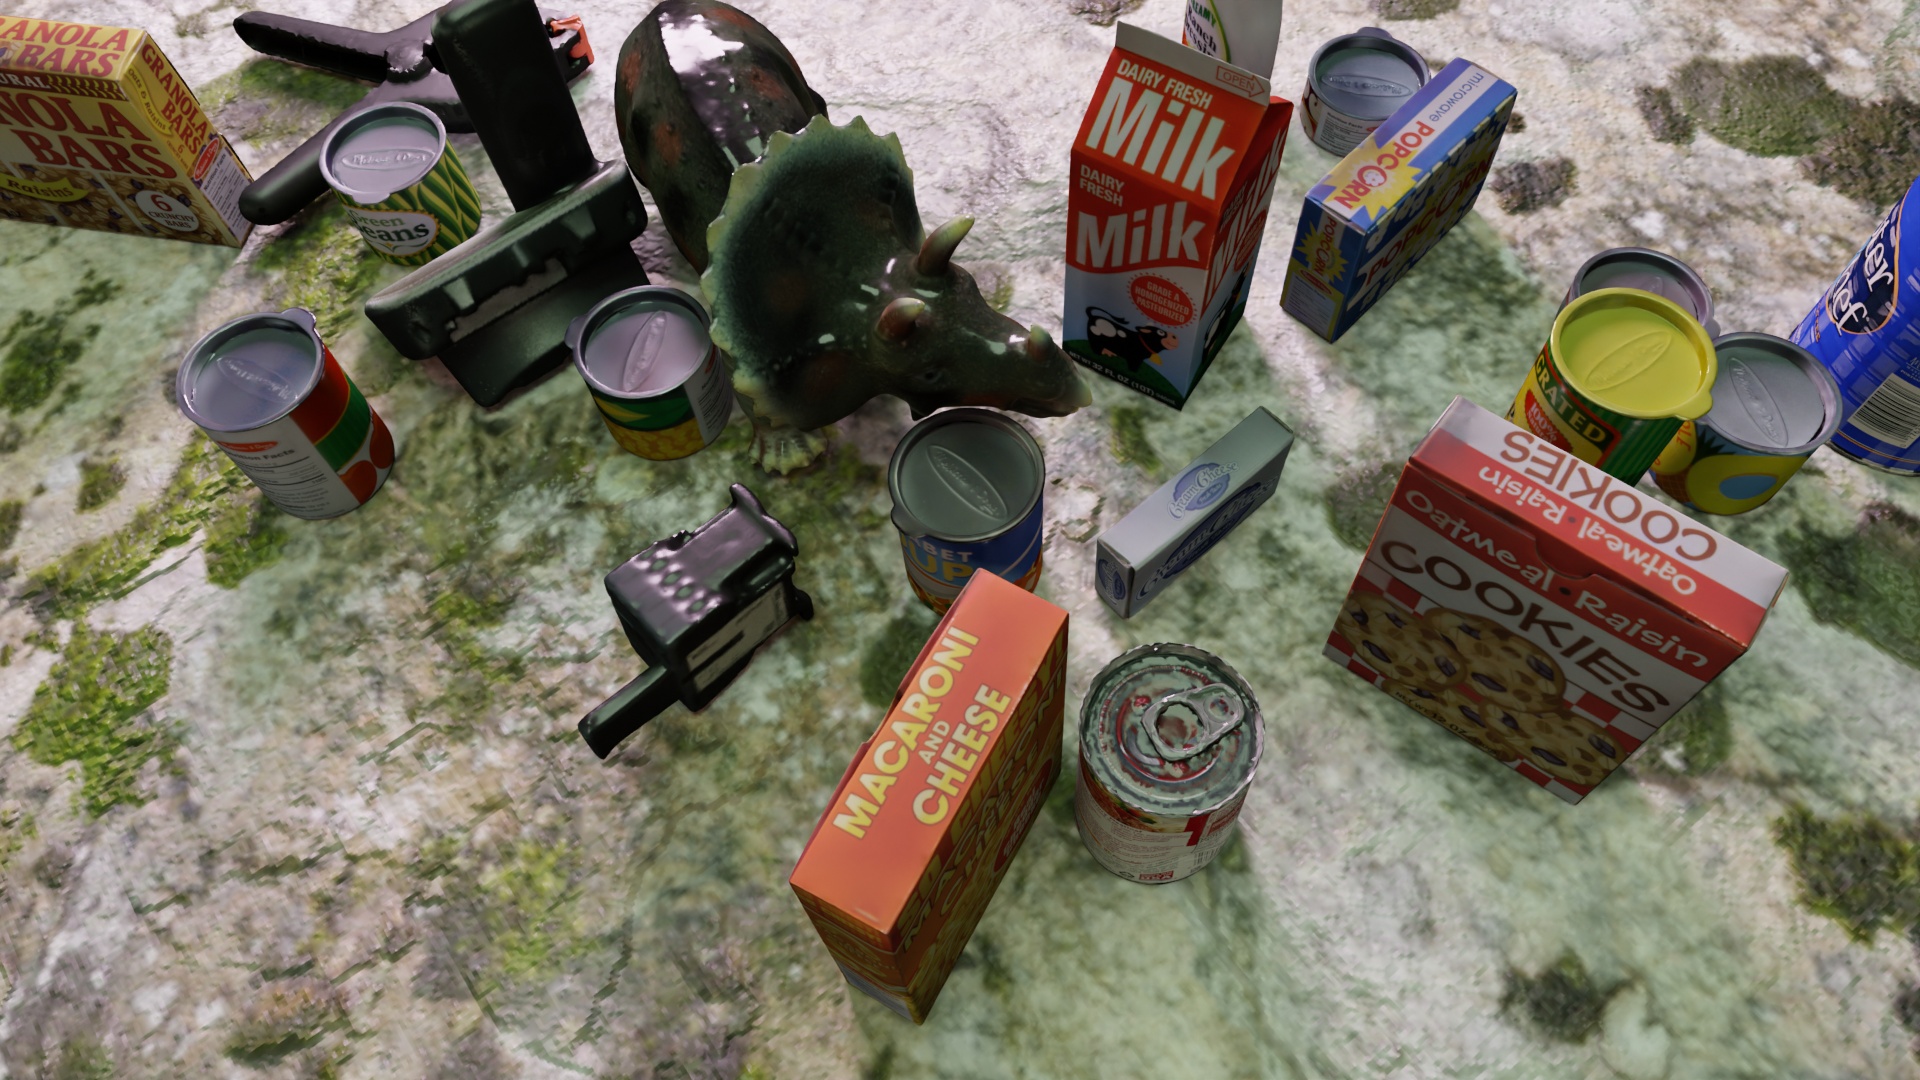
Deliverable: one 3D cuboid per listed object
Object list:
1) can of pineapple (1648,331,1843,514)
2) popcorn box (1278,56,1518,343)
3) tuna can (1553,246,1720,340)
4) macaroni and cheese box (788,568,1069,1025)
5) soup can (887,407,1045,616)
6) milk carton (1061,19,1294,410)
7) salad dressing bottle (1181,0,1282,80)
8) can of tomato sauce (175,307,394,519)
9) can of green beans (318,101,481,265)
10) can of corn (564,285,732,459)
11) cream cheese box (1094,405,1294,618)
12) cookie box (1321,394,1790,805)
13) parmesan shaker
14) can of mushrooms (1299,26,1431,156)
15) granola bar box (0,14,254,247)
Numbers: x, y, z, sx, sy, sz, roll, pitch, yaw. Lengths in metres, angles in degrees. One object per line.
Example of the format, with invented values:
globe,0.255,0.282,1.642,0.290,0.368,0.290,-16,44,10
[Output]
can of pineapple,0.356,-0.053,0.641,0.071,0.057,0.071,-1,61,2
popcorn box,0.218,-0.170,0.696,0.038,0.085,0.127,40,70,21
tuna can,0.334,-0.108,0.687,0.071,0.032,0.071,-1,61,2
macaroni and cheese box,-0.006,0.101,0.512,0.040,0.165,0.124,25,66,15
soup can,0.002,-0.008,0.618,0.071,0.083,0.071,-1,62,2
milk carton,0.096,-0.150,0.631,0.072,0.189,0.074,28,67,17
salad dressing bottle,0.146,-0.294,0.732,0.044,0.147,0.064,-19,62,-7
can of tomato sauce,-0.318,-0.059,0.662,0.071,0.082,0.071,-1,62,2
can of green beans,-0.300,-0.191,0.748,0.071,0.057,0.071,-1,61,2
can of corn,-0.151,-0.082,0.681,0.071,0.058,0.071,-1,61,2
cream cheese box,0.106,-0.012,0.633,0.104,0.053,0.024,-38,66,-17
cookie box,0.217,0.031,0.540,0.123,0.166,0.040,33,68,18
parmesan shaker,0.283,-0.053,0.619,0.071,0.102,0.071,-1,62,2
can of mushrooms,0.223,-0.247,0.767,0.071,0.033,0.071,-1,61,2
granola bar box,-0.477,-0.218,0.734,0.166,0.123,0.039,8,62,7
